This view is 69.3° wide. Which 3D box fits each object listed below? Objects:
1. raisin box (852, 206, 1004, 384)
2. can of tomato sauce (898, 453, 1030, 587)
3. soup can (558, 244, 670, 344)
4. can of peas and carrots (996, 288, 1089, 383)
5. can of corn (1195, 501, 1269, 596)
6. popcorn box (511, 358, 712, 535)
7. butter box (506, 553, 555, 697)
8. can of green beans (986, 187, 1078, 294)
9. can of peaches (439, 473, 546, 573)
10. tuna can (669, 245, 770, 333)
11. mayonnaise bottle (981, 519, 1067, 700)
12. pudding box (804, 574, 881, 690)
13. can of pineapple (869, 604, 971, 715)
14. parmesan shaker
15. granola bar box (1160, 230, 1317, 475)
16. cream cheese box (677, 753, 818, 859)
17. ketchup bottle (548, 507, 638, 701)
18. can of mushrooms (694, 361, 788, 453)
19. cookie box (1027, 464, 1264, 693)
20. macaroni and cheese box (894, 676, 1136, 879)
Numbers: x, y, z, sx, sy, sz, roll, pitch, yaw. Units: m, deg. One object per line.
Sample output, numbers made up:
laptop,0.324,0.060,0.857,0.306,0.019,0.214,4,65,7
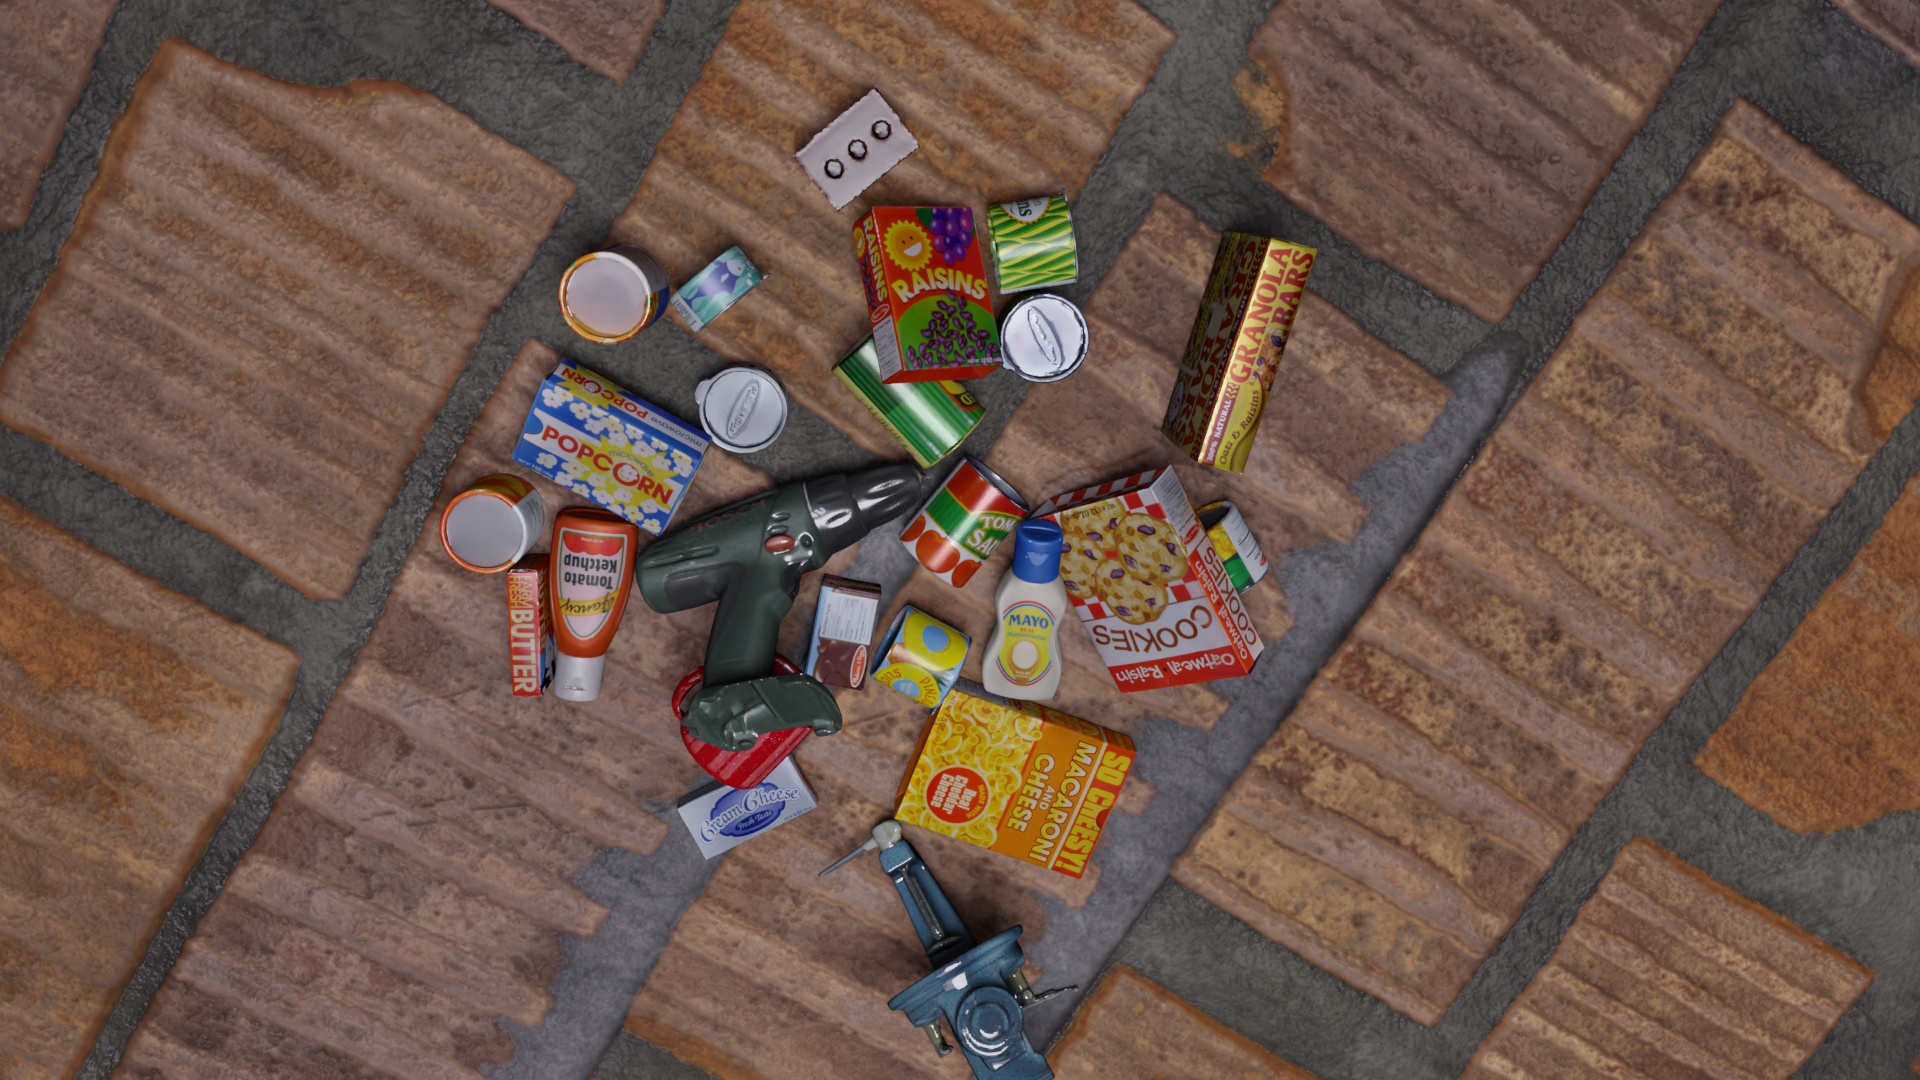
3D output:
raisin box,-0.024,-0.179,1.010,0.086,0.040,0.123,-8,83,-29
can of tomato sauce,0.004,-0.013,1.073,0.071,0.071,0.083,39,100,-11
soup can,-0.252,-0.177,1.010,0.071,0.084,0.071,-1,105,-3
can of peas and carrots,0.059,-0.154,1.046,0.071,0.059,0.070,-1,104,-2
can of corn,0.197,0.011,1.092,0.071,0.071,0.058,-31,103,5
popcorn box,-0.261,-0.069,1.044,0.127,0.038,0.084,29,128,-10
butter box,-0.334,0.065,1.082,0.024,0.053,0.103,1,104,-5
can of green beans,0.053,-0.219,1.026,0.058,0.071,0.071,-9,105,0
can of peaches,-0.358,-0.013,1.058,0.071,0.058,0.071,-1,104,-3
tuna can,-0.177,-0.186,1.021,0.071,0.071,0.033,-38,103,6
mayonnaise bottle,0.054,0.055,1.088,0.065,0.041,0.147,7,121,2
pudding box,-0.094,0.074,1.109,0.050,0.030,0.083,10,103,-7
can of pineapple,-0.032,0.093,1.097,0.058,0.071,0.071,28,101,-9
parmesan shaker,-0.039,-0.113,1.044,0.071,0.071,0.103,-42,102,7
granola bar box,0.200,-0.142,1.023,0.039,0.124,0.165,15,103,-8
cream cheese box,-0.175,0.216,1.143,0.104,0.024,0.053,-26,103,3
ketchup bottle,-0.292,0.051,1.086,0.065,0.043,0.148,8,104,-11
can of mushrooms,-0.166,-0.103,1.059,0.071,0.033,0.070,-1,105,-3
cookie box,0.143,0.035,1.073,0.122,0.040,0.167,-16,109,43
macaroni and cheese box,0.044,0.195,1.142,0.166,0.040,0.123,20,103,-8
